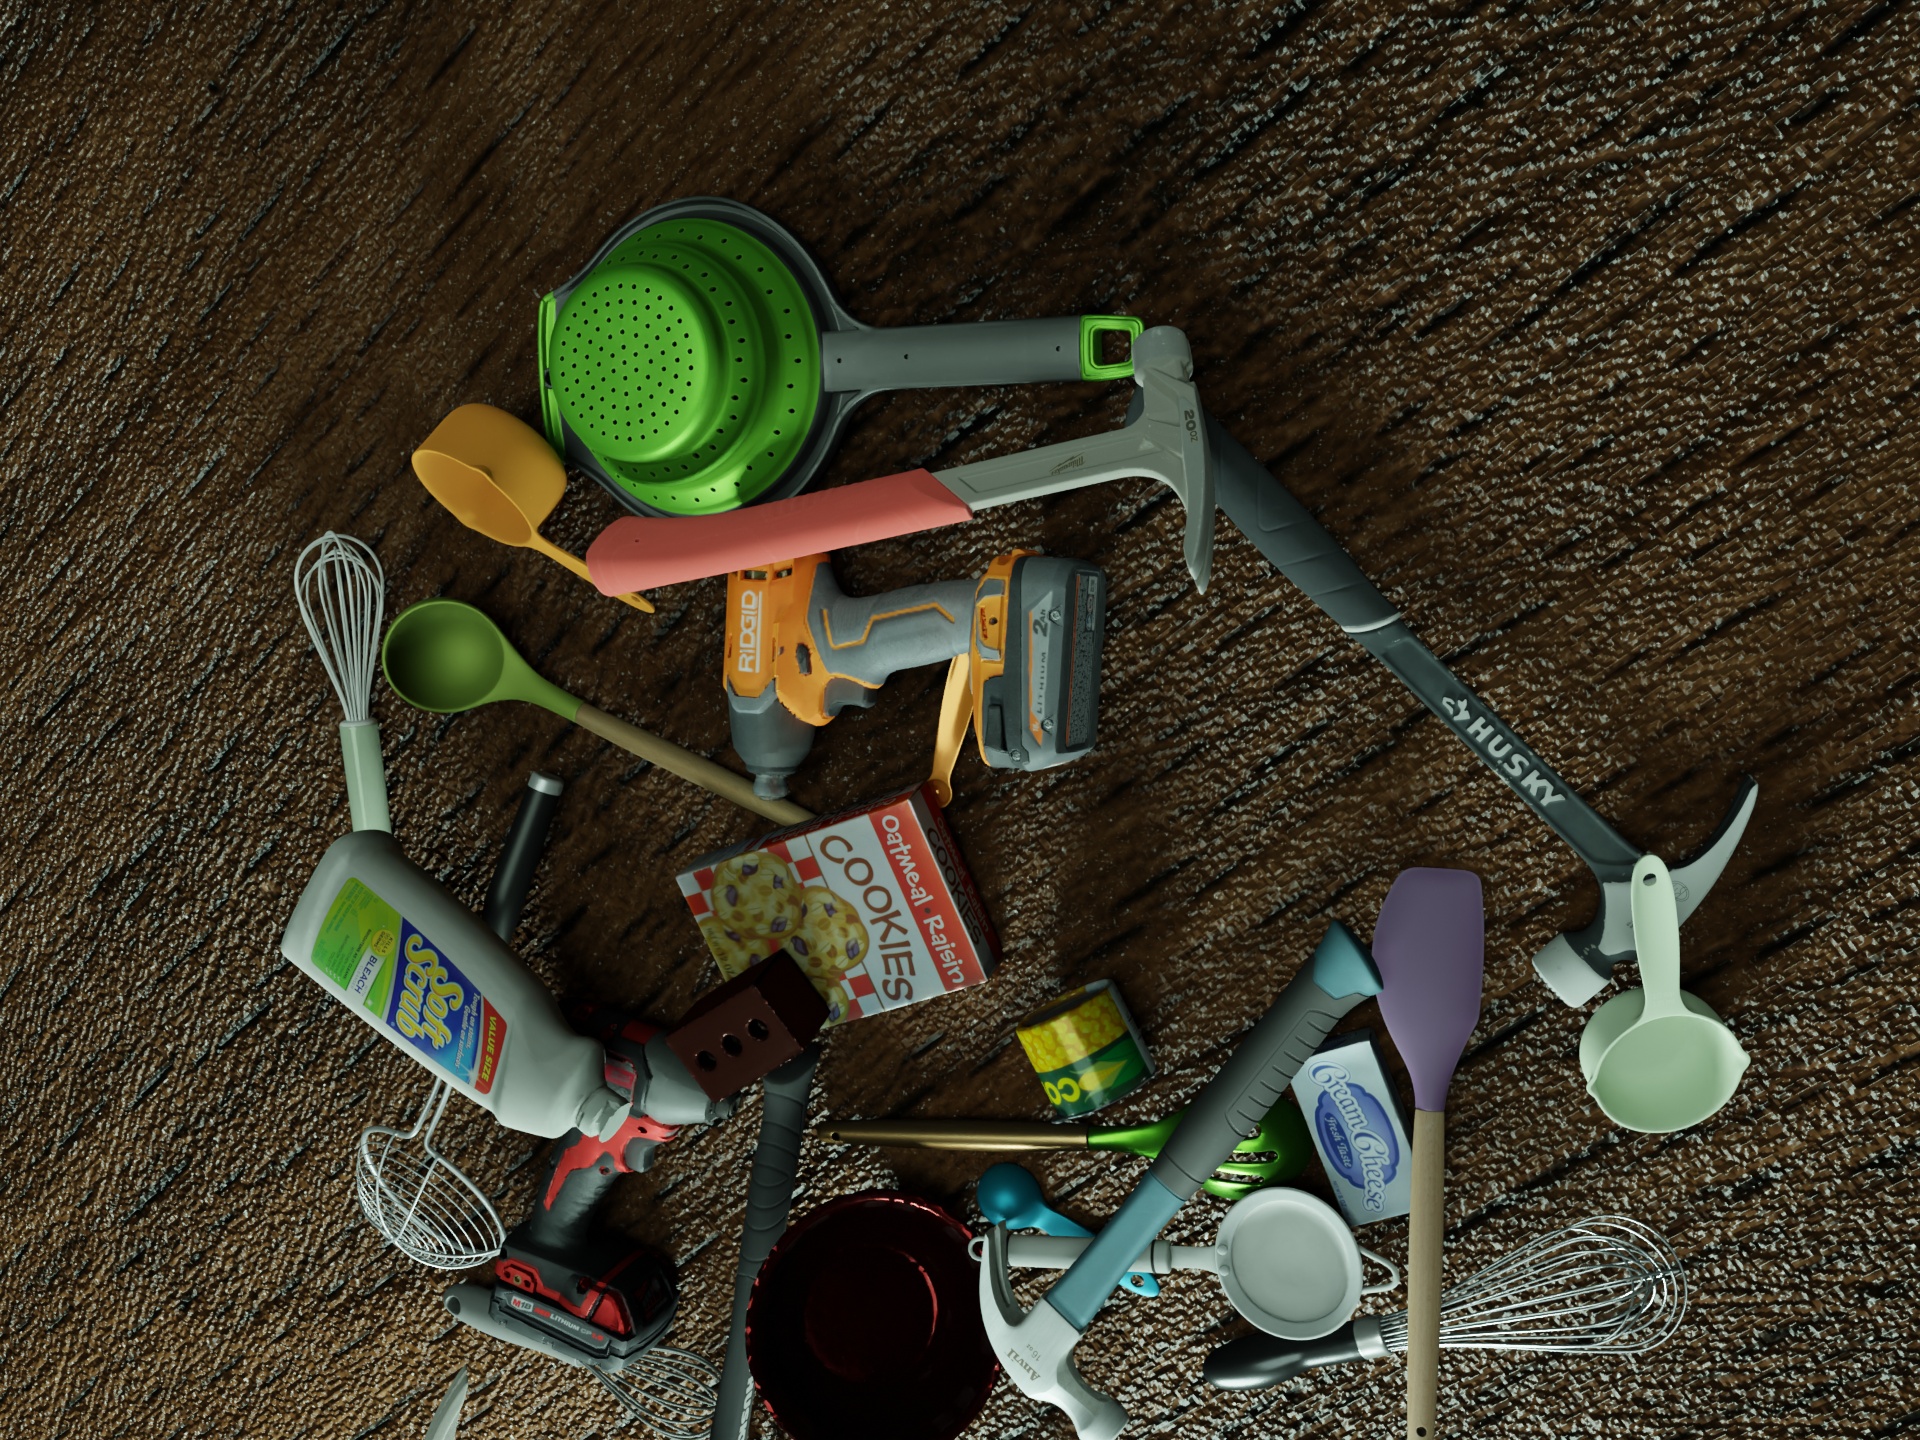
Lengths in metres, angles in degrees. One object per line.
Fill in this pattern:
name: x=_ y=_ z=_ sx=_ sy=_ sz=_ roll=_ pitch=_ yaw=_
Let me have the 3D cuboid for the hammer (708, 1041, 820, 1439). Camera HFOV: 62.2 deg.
hammer: x=-0.131 y=0.369 z=1.013 sx=0.035 sy=0.146 sz=0.335 roll=11 pitch=92 yaw=18

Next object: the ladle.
ladle: x=-0.226 y=0.008 z=1.015 sx=0.320 sy=0.062 sz=0.078 roll=25 pitch=105 yaw=11

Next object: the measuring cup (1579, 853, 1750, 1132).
measuring cup: x=0.354 y=0.134 z=0.818 sx=0.083 sy=0.038 sz=0.167 roll=-12 pitch=112 yaw=6

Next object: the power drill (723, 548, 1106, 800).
power drill: x=-0.037 y=-0.026 z=0.924 sx=0.226 sy=0.084 sz=0.164 roll=6 pitch=95 yaw=24

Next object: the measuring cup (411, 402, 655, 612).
measuring cup: x=-0.256 y=-0.134 z=1.003 sx=0.173 sy=0.095 sz=0.052 roll=33 pitch=67 yaw=-12

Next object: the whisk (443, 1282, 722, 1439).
whisk: x=-0.262 y=0.439 z=1.103 sx=0.239 sy=0.055 sz=0.055 roll=13 pitch=103 yaw=21

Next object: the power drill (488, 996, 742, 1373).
power drill: x=-0.227 y=0.304 z=1.053 sx=0.143 sy=0.078 sz=0.219 roll=16 pitch=101 yaw=16

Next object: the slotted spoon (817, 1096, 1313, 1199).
slotted spoon: x=0.055 y=0.257 z=0.972 sx=0.314 sy=0.031 sz=0.070 roll=-4 pitch=100 yaw=21

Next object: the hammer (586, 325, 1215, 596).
hammer: x=-0.041 y=-0.108 z=0.870 sx=0.359 sy=0.036 sz=0.149 roll=-10 pitch=65 yaw=18

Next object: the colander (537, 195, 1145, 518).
colander: x=-0.096 y=-0.206 z=0.909 sx=0.397 sy=0.094 sz=0.204 roll=2 pitch=100 yaw=21

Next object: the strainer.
strainer: x=0.127 y=0.315 z=0.940 sx=0.258 sy=0.050 sz=0.087 roll=-4 pitch=88 yaw=18

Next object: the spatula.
spatula: x=0.255 y=0.239 z=0.873 sx=0.060 sy=0.018 sz=0.316 roll=1 pitch=86 yaw=16

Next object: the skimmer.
skimmer: x=-0.325 y=0.207 z=1.095 sx=0.127 sy=0.090 sz=0.363 roll=21 pitch=95 yaw=19

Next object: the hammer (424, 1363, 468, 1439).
hammer: x=-0.116 y=0.474 z=0.945 sx=0.410 sy=0.038 sz=0.146 roll=12 pitch=83 yaw=-19

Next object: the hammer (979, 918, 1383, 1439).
hammer: x=0.128 y=0.254 z=0.906 sx=0.128 sy=0.033 sz=0.331 roll=39 pitch=101 yaw=18

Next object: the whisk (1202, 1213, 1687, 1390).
whisk: x=0.264 y=0.343 z=0.899 sx=0.284 sy=0.070 sz=0.070 roll=-25 pitch=90 yaw=26

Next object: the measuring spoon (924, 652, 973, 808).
measuring spoon: x=-0.002 y=-0.003 z=0.961 sx=0.021 sy=0.011 sz=0.117 roll=17 pitch=100 yaw=18

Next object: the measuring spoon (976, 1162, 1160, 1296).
measuring spoon: x=0.065 y=0.320 z=0.979 sx=0.129 sy=0.021 sz=0.042 roll=29 pitch=107 yaw=14

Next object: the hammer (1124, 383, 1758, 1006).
hammer: x=0.239 y=-0.043 z=0.856 sx=0.409 sy=0.036 sz=0.149 roll=47 pitch=108 yaw=7

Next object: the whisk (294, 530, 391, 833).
whisk: x=-0.413 y=-0.007 z=1.087 sx=0.059 sy=0.057 sz=0.246 roll=11 pitch=108 yaw=52
